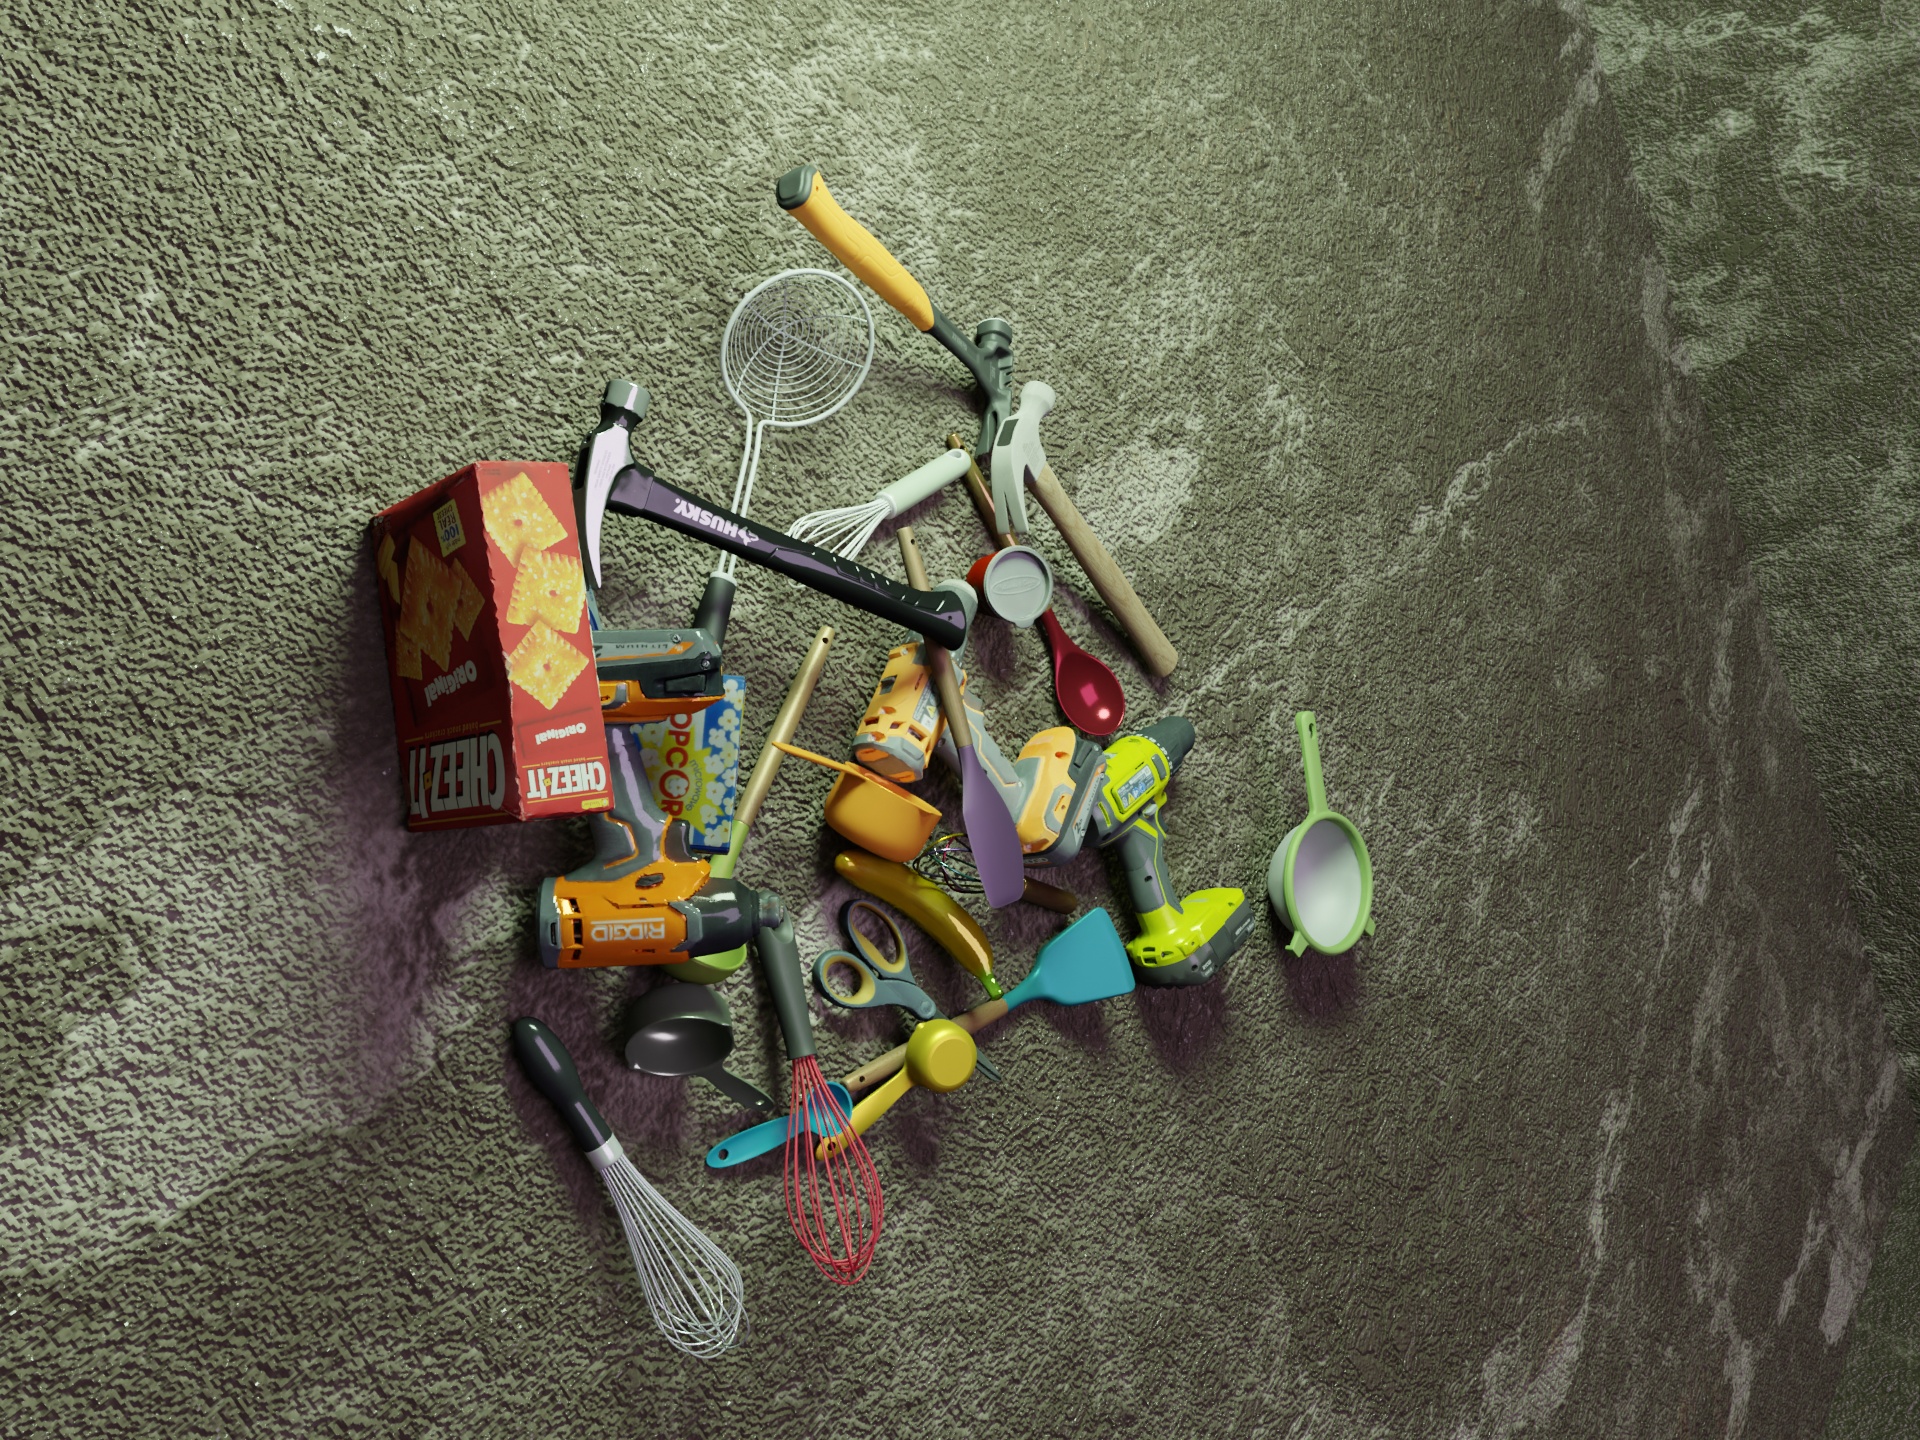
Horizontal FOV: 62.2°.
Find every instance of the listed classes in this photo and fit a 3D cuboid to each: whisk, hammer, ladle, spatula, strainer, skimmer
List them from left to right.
[{"bbox_3d":[-0.230,0.322,1.093,0.070,0.070,0.284,-39,106,-40],"label":"whisk"},{"bbox_3d":[-0.151,0.054,1.203,0.078,0.062,0.320,32,59,-19],"label":"ladle"},{"bbox_3d":[-0.151,-0.167,1.206,0.127,0.090,0.363,25,68,-40],"label":"skimmer"},{"bbox_3d":[-0.132,-0.118,1.181,0.334,0.035,0.146,21,78,-33],"label":"hammer"},{"bbox_3d":[-0.114,0.271,1.189,0.073,0.073,0.296,-3,74,-45],"label":"whisk"},{"bbox_3d":[-0.067,-0.175,1.324,0.246,0.058,0.059,-38,146,-42],"label":"whisk"},{"bbox_3d":[-0.045,-0.342,1.307,0.336,0.034,0.127,29,58,-56],"label":"hammer"},{"bbox_3d":[-0.002,-0.004,1.290,0.059,0.018,0.316,-16,90,-48],"label":"spatula"},{"bbox_3d":[0.024,0.249,1.355,0.317,0.044,0.082,-19,86,-43],"label":"spatula"},{"bbox_3d":[0.039,0.135,1.357,0.244,0.051,0.047,26,83,-54],"label":"whisk"},{"bbox_3d":[0.065,-0.122,1.457,0.069,0.031,0.315,-39,109,-28],"label":"ladle"},{"bbox_3d":[0.122,-0.151,1.480,0.331,0.031,0.130,50,52,-39],"label":"hammer"},{"bbox_3d":[0.361,0.120,1.685,0.151,0.069,0.256,-6,88,-42],"label":"strainer"}]

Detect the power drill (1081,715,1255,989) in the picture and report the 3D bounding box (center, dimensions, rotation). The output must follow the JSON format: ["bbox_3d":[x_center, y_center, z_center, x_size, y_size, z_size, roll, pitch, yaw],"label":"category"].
[{"bbox_3d":[0.194,0.121,1.518,0.190,0.080,0.228,-36,106,-41],"label":"power drill"}]

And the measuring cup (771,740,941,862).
[{"bbox_3d":[-0.092,0.063,1.230,0.173,0.095,0.052,25,94,-44],"label":"measuring cup"}]

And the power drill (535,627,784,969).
[{"bbox_3d":[-0.203,0.052,1.068,0.164,0.084,0.226,-1,95,-7],"label":"power drill"}]

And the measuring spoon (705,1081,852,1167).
[{"bbox_3d":[-0.140,0.311,1.209,0.128,0.021,0.042,-15,88,-35],"label":"measuring spoon"}]

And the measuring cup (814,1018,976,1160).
[{"bbox_3d":[-0.050,0.298,1.259,0.156,0.029,0.062,-37,110,-24],"label":"measuring cup"}]

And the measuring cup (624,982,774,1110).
[{"bbox_3d":[-0.181,0.239,1.154,0.167,0.083,0.038,53,17,-48],"label":"measuring cup"}]

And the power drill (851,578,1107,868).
[{"bbox_3d":[0.024,0.003,1.366,0.226,0.084,0.185,37,60,-29],"label":"power drill"}]
